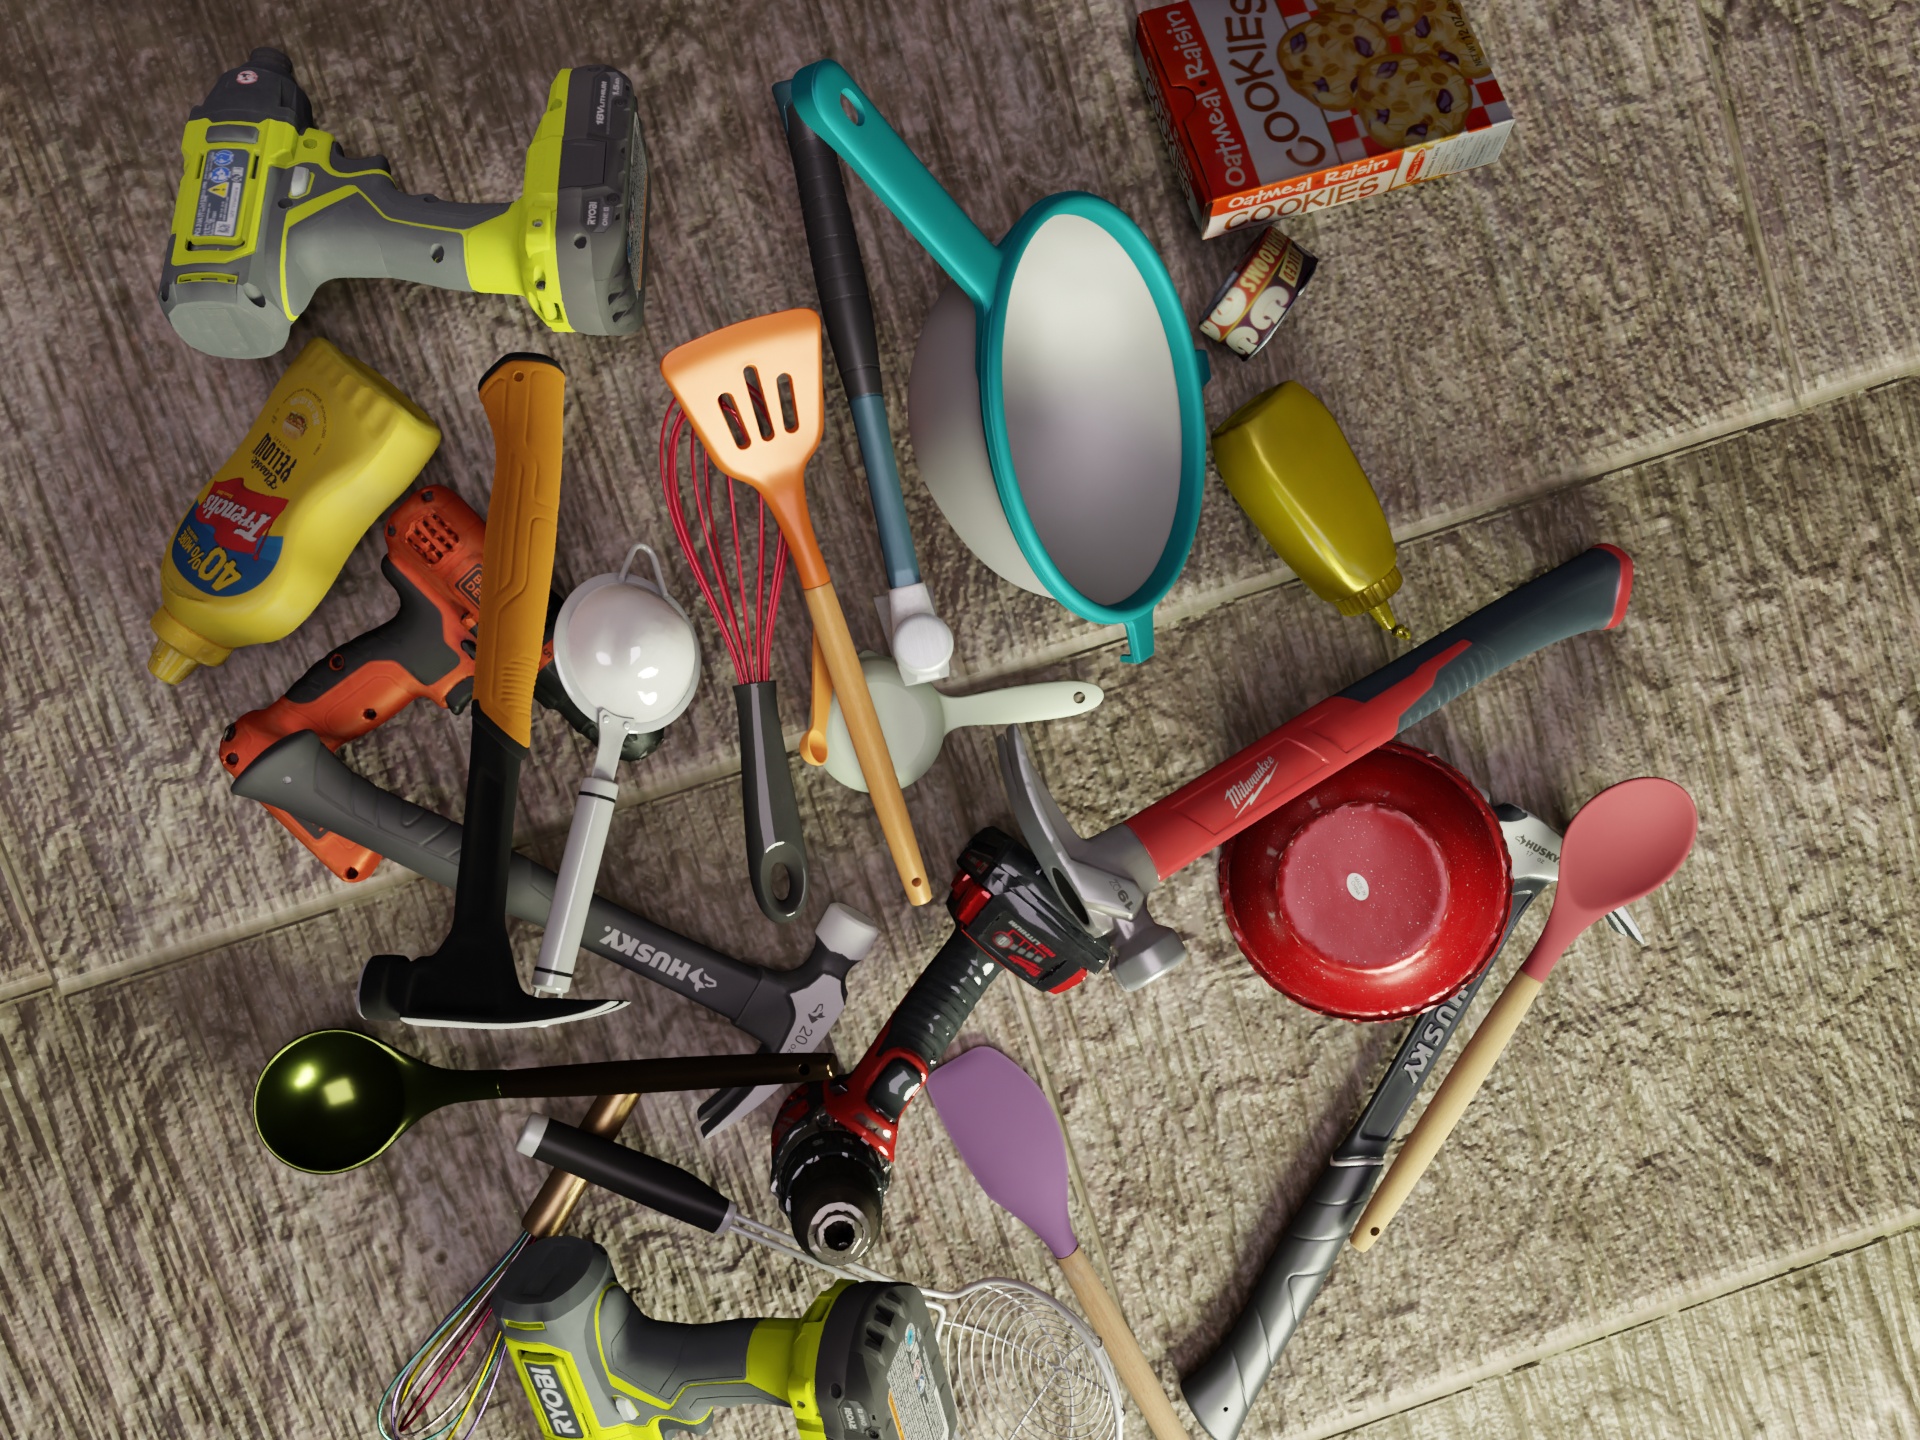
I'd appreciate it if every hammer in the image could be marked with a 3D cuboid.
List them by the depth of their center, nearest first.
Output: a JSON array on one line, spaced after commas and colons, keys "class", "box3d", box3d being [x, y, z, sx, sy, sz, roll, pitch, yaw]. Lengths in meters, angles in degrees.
[{"class": "hammer", "box3d": [-0.217, -0.019, 0.784, 0.127, 0.034, 0.337, 1, 80, 7]}, {"class": "hammer", "box3d": [-0.052, -0.181, 0.833, 0.033, 0.128, 0.331, -12, 87, -3]}, {"class": "hammer", "box3d": [-0.218, 0.101, 0.840, 0.334, 0.035, 0.146, 30, 93, -20]}, {"class": "hammer", "box3d": [0.204, -0.015, 0.844, 0.386, 0.038, 0.143, -29, 84, -20]}, {"class": "hammer", "box3d": [0.245, 0.241, 0.926, 0.149, 0.036, 0.409, 29, 93, -8]}]

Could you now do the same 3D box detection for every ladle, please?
[{"class": "ladle", "box3d": [-0.219, 0.191, 0.827, 0.320, 0.062, 0.078, -6, 90, 15]}, {"class": "ladle", "box3d": [0.308, 0.167, 0.894, 0.069, 0.031, 0.315, 31, 94, -9]}]

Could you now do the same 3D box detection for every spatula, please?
[{"class": "spatula", "box3d": [-0.066, -0.046, 0.818, 0.081, 0.041, 0.322, -20, 107, -9]}, {"class": "spatula", "box3d": [0.076, 0.329, 0.927, 0.060, 0.018, 0.316, -28, 96, 0]}]

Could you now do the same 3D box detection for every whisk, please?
[{"class": "whisk", "box3d": [-0.111, -0.039, 0.844, 0.073, 0.073, 0.296, -7, 90, -4]}, {"class": "whisk", "box3d": [-0.250, 0.302, 0.888, 0.051, 0.047, 0.245, 32, 87, -19]}]

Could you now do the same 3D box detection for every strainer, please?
[{"class": "strainer", "box3d": [0.004, -0.179, 0.763, 0.340, 0.095, 0.211, 38, 59, -46]}, {"class": "strainer", "box3d": [-0.181, 0.028, 0.813, 0.086, 0.050, 0.258, 20, 76, -37]}]

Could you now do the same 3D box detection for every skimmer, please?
[{"class": "skimmer", "box3d": [-0.078, 0.315, 0.865, 0.363, 0.090, 0.127, 27, 117, -11]}]

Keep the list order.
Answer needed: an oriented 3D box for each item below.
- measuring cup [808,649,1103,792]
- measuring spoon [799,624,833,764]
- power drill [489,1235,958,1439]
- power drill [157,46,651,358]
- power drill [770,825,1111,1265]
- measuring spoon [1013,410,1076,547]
[{"class": "measuring cup", "box3d": [-0.001, -0.003, 0.880, 0.167, 0.038, 0.083, -7, 96, -2]}, {"class": "measuring spoon", "box3d": [-0.078, -0.027, 0.856, 0.011, 0.021, 0.117, -15, 55, 24]}, {"class": "power drill", "box3d": [-0.124, 0.369, 0.846, 0.228, 0.080, 0.190, -4, 114, 21]}, {"class": "power drill", "box3d": [-0.275, -0.268, 0.803, 0.223, 0.080, 0.171, 0, 68, -3]}, {"class": "power drill", "box3d": [-0.017, 0.171, 0.824, 0.080, 0.188, 0.227, 39, 87, -6]}, {"class": "measuring spoon", "box3d": [0.034, -0.139, 0.879, 0.042, 0.021, 0.128, -20, 98, -3]}]
